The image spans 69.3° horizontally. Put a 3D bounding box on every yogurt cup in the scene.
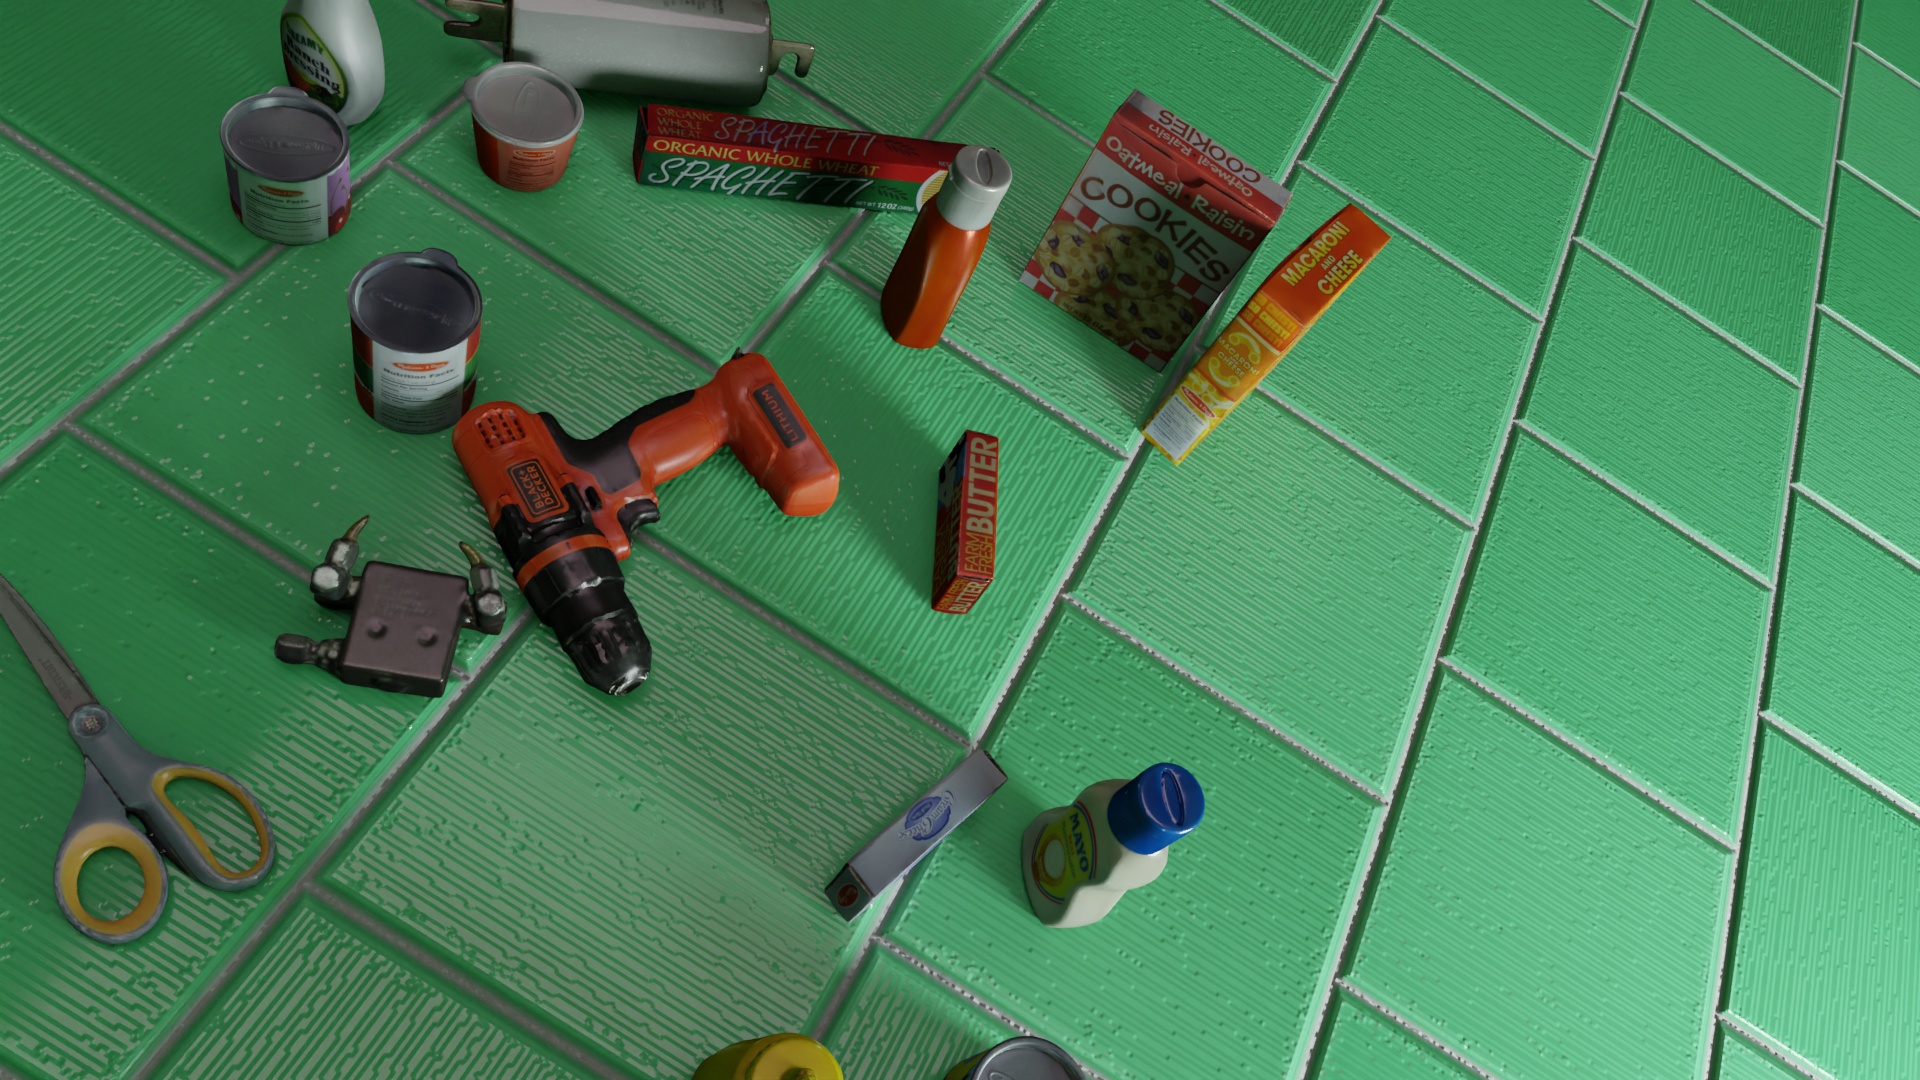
[{"bbox_3d":[-0.276,-0.258,0.878,0.072,0.053,0.073,10,59,-16],"label":"yogurt cup"}]

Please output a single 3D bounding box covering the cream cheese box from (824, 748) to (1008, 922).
[{"bbox_3d":[-0.024,0.157,0.741,0.104,0.053,0.024,-36,80,-33],"label":"cream cheese box"}]

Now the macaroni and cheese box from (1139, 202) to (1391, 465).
[{"bbox_3d":[0.200,-0.135,0.926,0.040,0.165,0.124,43,56,6],"label":"macaroni and cheese box"}]

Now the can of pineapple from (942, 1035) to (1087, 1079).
[{"bbox_3d":[0.023,0.284,0.684,0.071,0.057,0.071,10,59,-16],"label":"can of pineapple"}]

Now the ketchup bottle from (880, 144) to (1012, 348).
[{"bbox_3d":[-0.010,-0.188,0.884,0.043,0.148,0.065,5,61,-19],"label":"ketchup bottle"}]

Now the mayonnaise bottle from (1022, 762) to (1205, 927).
[{"bbox_3d":[0.077,0.156,0.724,0.041,0.147,0.065,0,62,-21],"label":"mayonnaise bottle"}]

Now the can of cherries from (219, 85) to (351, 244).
[{"bbox_3d":[-0.389,-0.217,0.807,0.071,0.058,0.072,10,59,-16],"label":"can of cherries"}]

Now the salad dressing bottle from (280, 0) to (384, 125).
[{"bbox_3d":[-0.369,-0.310,0.813,0.064,0.147,0.044,39,56,3],"label":"salad dressing bottle"}]

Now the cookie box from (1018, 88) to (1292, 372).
[{"bbox_3d":[0.126,-0.203,0.935,0.123,0.166,0.040,33,56,-1],"label":"cookie box"}]

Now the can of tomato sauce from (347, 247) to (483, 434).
[{"bbox_3d":[-0.300,-0.109,0.765,0.071,0.082,0.071,10,59,-16],"label":"can of tomato sauce"}]

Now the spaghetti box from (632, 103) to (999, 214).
[{"bbox_3d":[-0.095,-0.256,0.950,0.250,0.050,0.029,1,62,-21],"label":"spaghetti box"}]

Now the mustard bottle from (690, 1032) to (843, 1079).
[{"bbox_3d":[-0.081,0.244,0.604,0.065,0.159,0.049,19,57,-11],"label":"mustard bottle"}]

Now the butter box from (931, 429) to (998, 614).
[{"bbox_3d":[0.003,-0.011,0.847,0.024,0.053,0.104,12,58,-15],"label":"butter box"}]
